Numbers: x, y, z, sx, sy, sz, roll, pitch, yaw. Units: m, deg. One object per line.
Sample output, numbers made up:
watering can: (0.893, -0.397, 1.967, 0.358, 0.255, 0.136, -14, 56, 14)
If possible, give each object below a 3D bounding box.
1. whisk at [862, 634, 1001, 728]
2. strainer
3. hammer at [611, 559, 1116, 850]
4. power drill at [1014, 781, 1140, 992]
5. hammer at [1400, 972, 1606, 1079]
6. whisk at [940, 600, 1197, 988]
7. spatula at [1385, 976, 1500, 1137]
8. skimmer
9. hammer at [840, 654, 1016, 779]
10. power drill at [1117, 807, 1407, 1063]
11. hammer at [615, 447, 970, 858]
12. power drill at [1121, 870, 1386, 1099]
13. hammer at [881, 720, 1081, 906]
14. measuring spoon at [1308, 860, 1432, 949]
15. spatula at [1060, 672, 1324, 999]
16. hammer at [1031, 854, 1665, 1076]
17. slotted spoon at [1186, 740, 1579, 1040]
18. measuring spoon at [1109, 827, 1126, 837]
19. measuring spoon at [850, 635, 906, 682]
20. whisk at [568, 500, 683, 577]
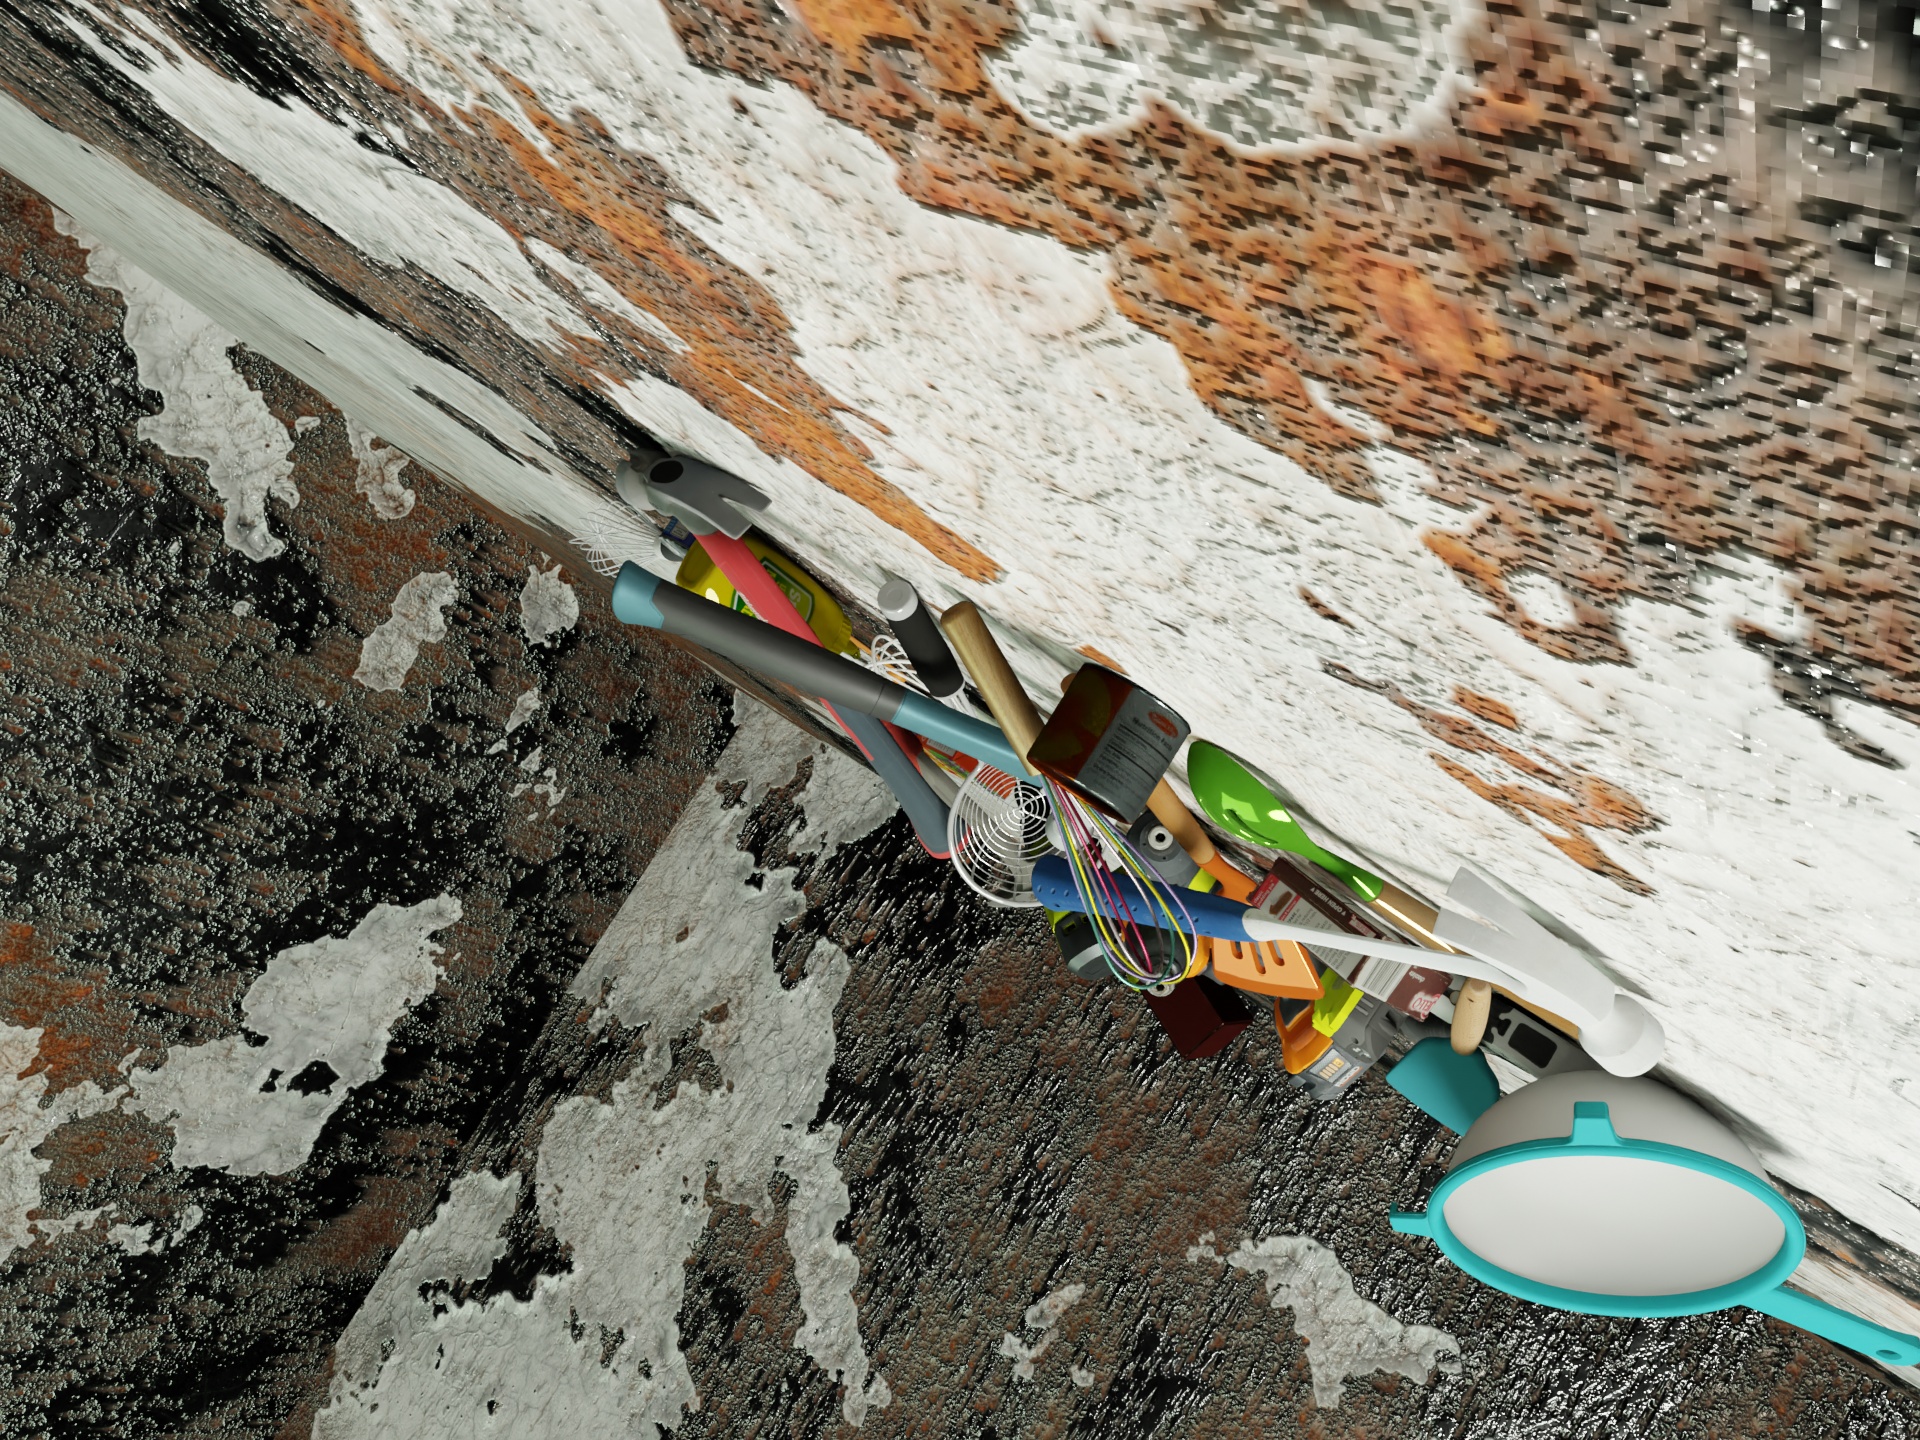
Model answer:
whisk: (-0.002, -0.004, 1.190, 0.246, 0.058, 0.059, 33, -140, -55)
strainer: (0.456, 0.306, 0.996, 0.340, 0.095, 0.211, 24, 138, -10)
hammer: (-0.050, -0.014, 0.946, 0.331, 0.033, 0.128, 23, 149, -8)
power drill: (0.130, 0.148, 1.398, 0.228, 0.080, 0.191, 34, -151, -52)
hammer: (0.384, 0.237, 1.182, 0.146, 0.035, 0.334, 32, 175, 9)
whisk: (0.054, 0.045, 0.866, 0.245, 0.051, 0.047, 59, 165, -10)
spatula: (0.305, 0.203, 0.975, 0.082, 0.044, 0.317, 34, 171, 25)
skimmer: (0.021, 0.023, 1.049, 0.090, 0.127, 0.363, 57, 179, 28)
hammer: (-0.059, -0.021, 1.428, 0.332, 0.031, 0.129, 28, 172, 40)
power drill: (0.212, 0.142, 1.111, 0.223, 0.080, 0.171, 34, 175, 15)
hammer: (-0.081, -0.024, 1.067, 0.143, 0.038, 0.385, 26, 158, 47)
power drill: (0.224, 0.203, 1.260, 0.226, 0.084, 0.164, 33, -152, -9)
hammer: (-0.060, 0.011, 1.263, 0.359, 0.037, 0.149, 45, 156, -5)
measuring spoon: (0.255, 0.111, 0.935, 0.124, 0.018, 0.034, 37, -176, 40)
spatula: (0.135, 0.076, 0.956, 0.081, 0.041, 0.322, 4, 149, 39)
hammer: (0.169, 0.111, 0.878, 0.144, 0.035, 0.406, 38, 162, -29)
slotted spoon: (0.244, 0.105, 0.859, 0.313, 0.031, 0.070, 32, 172, -14)
measuring spoon: (0.110, 0.088, 1.477, 0.128, 0.021, 0.042, 36, 174, -21)
measuring spoon: (-0.091, -0.063, 1.333, 0.116, 0.011, 0.021, 35, 174, -25)
whisk: (-0.254, -0.147, 1.327, 0.070, 0.070, 0.285, 36, 169, -32)
